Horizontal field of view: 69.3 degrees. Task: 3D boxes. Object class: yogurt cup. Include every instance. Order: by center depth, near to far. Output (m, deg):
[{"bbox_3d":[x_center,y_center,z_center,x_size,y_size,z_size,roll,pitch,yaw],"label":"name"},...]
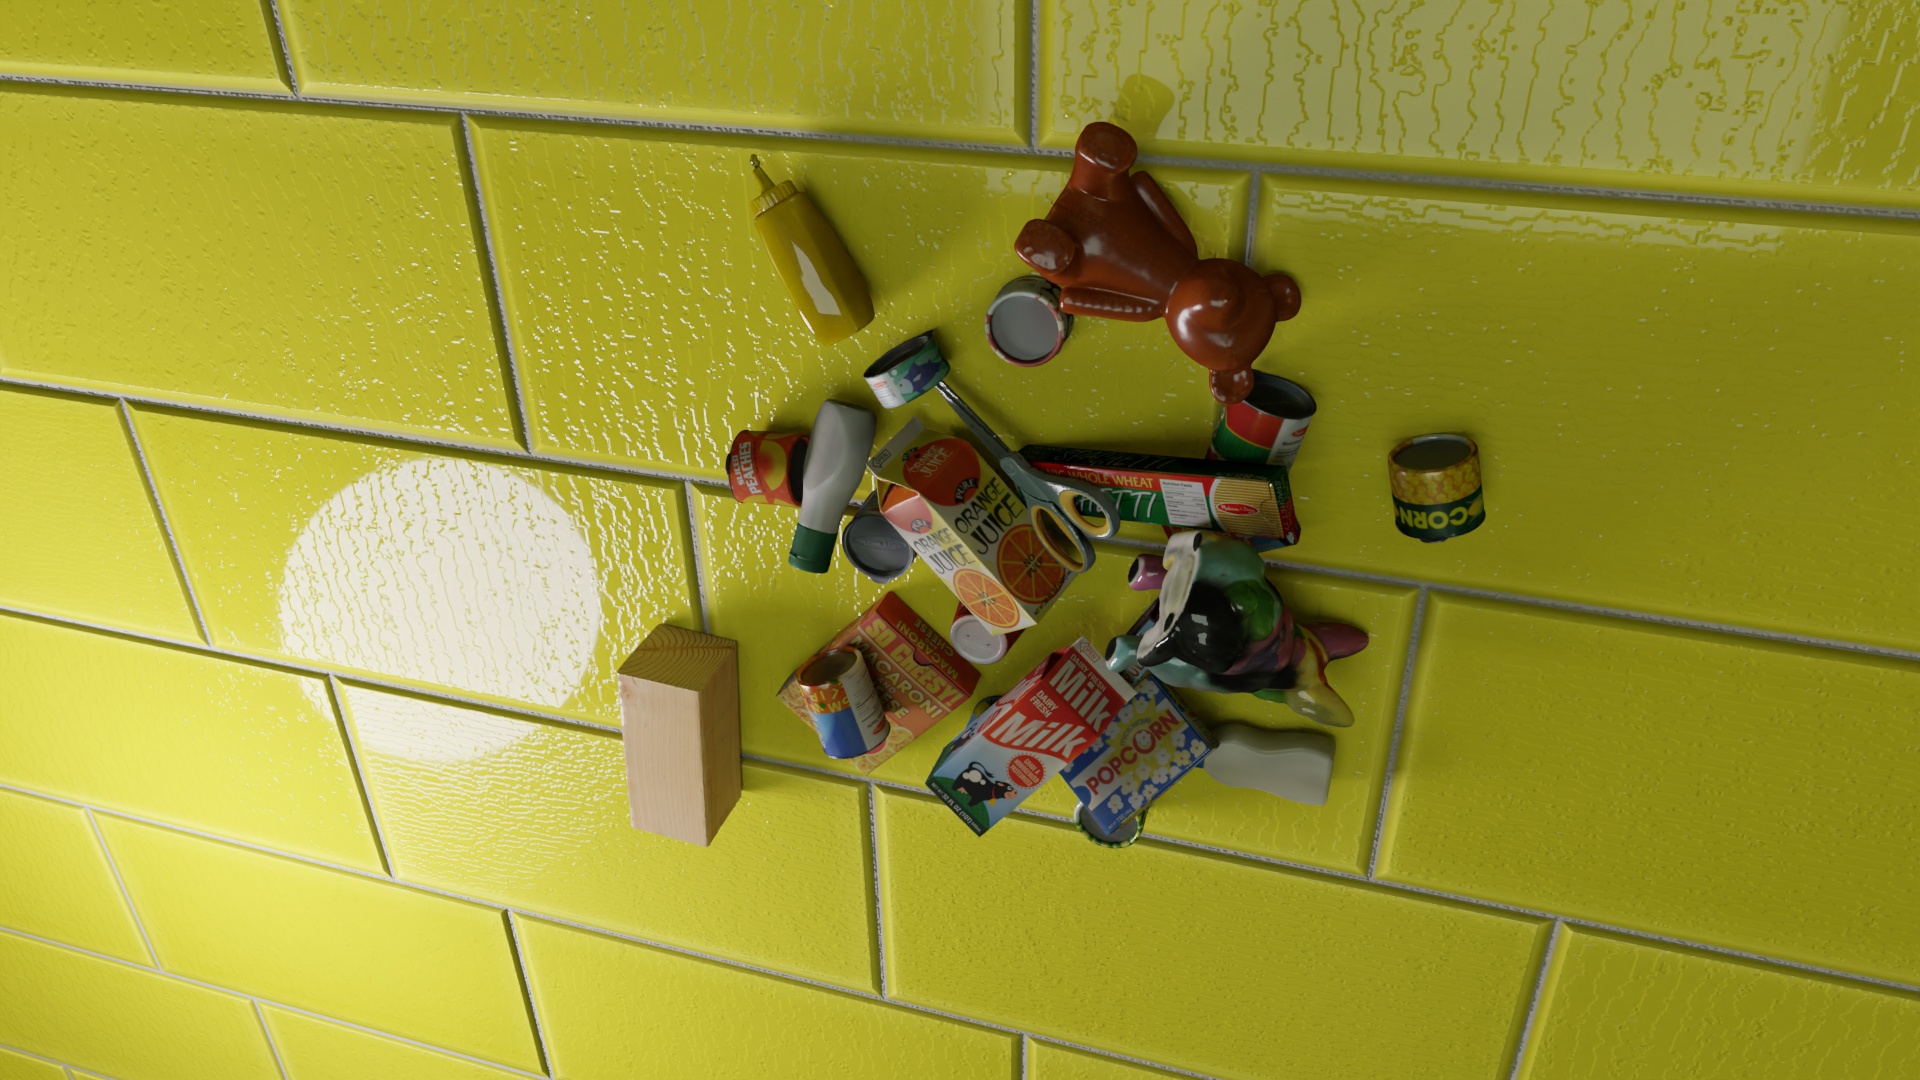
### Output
[{"bbox_3d":[0.024,0.075,1.253,0.072,0.054,0.072,10,124,15],"label":"yogurt cup"}]

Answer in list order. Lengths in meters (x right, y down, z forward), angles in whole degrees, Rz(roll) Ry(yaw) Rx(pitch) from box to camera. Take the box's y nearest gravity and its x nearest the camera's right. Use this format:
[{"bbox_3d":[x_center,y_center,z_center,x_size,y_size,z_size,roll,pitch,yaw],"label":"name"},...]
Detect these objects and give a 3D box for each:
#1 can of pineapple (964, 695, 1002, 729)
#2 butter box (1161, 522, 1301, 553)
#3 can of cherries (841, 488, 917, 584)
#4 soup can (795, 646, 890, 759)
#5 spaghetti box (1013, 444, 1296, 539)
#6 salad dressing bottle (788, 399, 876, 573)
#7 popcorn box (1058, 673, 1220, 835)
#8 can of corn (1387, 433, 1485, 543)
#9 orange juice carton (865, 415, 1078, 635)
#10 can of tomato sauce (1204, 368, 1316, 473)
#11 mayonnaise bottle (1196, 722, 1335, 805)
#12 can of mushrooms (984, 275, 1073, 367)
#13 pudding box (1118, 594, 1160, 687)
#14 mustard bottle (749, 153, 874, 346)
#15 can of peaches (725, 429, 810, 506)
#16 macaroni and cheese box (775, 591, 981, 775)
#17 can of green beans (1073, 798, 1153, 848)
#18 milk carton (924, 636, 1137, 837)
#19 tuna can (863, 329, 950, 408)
[{"bbox_3d":[0.035,0.189,1.316,0.071,0.058,0.070,9,123,15],"label":"can of pineapple"},{"bbox_3d":[0.222,-0.012,1.146,0.103,0.024,0.053,-16,114,27],"label":"butter box"},{"bbox_3d":[-0.065,-0.006,1.232,0.071,0.059,0.071,9,123,14],"label":"can of cherries"},{"bbox_3d":[-0.112,0.150,1.289,0.071,0.072,0.083,-8,116,24],"label":"soup can"},{"bbox_3d":[0.145,-0.041,1.101,0.250,0.029,0.050,8,125,41],"label":"spaghetti box"},{"bbox_3d":[-0.114,-0.046,1.198,0.064,0.044,0.147,27,105,49],"label":"salad dressing bottle"},{"bbox_3d":[0.156,0.190,1.243,0.126,0.038,0.085,-44,71,16],"label":"popcorn box"},{"bbox_3d":[0.359,-0.040,1.050,0.071,0.071,0.058,-5,118,23],"label":"can of corn"},{"bbox_3d":[0.004,-0.015,1.179,0.192,0.072,0.073,48,149,-11],"label":"orange juice carton"},{"bbox_3d":[0.228,-0.079,1.077,0.071,0.071,0.082,20,125,8],"label":"can of tomato sauce"},{"bbox_3d":[0.259,0.195,1.250,0.148,0.041,0.064,10,122,16],"label":"mayonnaise bottle"},{"bbox_3d":[0.055,-0.171,1.103,0.071,0.034,0.070,9,122,14],"label":"can of mushrooms"},{"bbox_3d":[0.161,0.089,1.213,0.030,0.050,0.083,37,126,2],"label":"pudding box"},{"bbox_3d":[-0.127,-0.236,1.114,0.048,0.065,0.160,-24,104,25],"label":"mustard bottle"},{"bbox_3d":[-0.166,-0.064,1.226,0.058,0.071,0.071,4,122,16],"label":"can of peaches"},{"bbox_3d":[-0.080,0.141,1.339,0.123,0.040,0.165,43,124,-9],"label":"macaroni and cheese box"},{"bbox_3d":[0.145,0.248,1.312,0.071,0.058,0.071,9,123,15],"label":"can of green beans"},{"bbox_3d":[0.064,0.167,1.225,0.072,0.074,0.190,46,110,-3],"label":"milk carton"},{"bbox_3d":[-0.042,-0.140,1.139,0.071,0.071,0.032,-21,112,29],"label":"tuna can"}]
